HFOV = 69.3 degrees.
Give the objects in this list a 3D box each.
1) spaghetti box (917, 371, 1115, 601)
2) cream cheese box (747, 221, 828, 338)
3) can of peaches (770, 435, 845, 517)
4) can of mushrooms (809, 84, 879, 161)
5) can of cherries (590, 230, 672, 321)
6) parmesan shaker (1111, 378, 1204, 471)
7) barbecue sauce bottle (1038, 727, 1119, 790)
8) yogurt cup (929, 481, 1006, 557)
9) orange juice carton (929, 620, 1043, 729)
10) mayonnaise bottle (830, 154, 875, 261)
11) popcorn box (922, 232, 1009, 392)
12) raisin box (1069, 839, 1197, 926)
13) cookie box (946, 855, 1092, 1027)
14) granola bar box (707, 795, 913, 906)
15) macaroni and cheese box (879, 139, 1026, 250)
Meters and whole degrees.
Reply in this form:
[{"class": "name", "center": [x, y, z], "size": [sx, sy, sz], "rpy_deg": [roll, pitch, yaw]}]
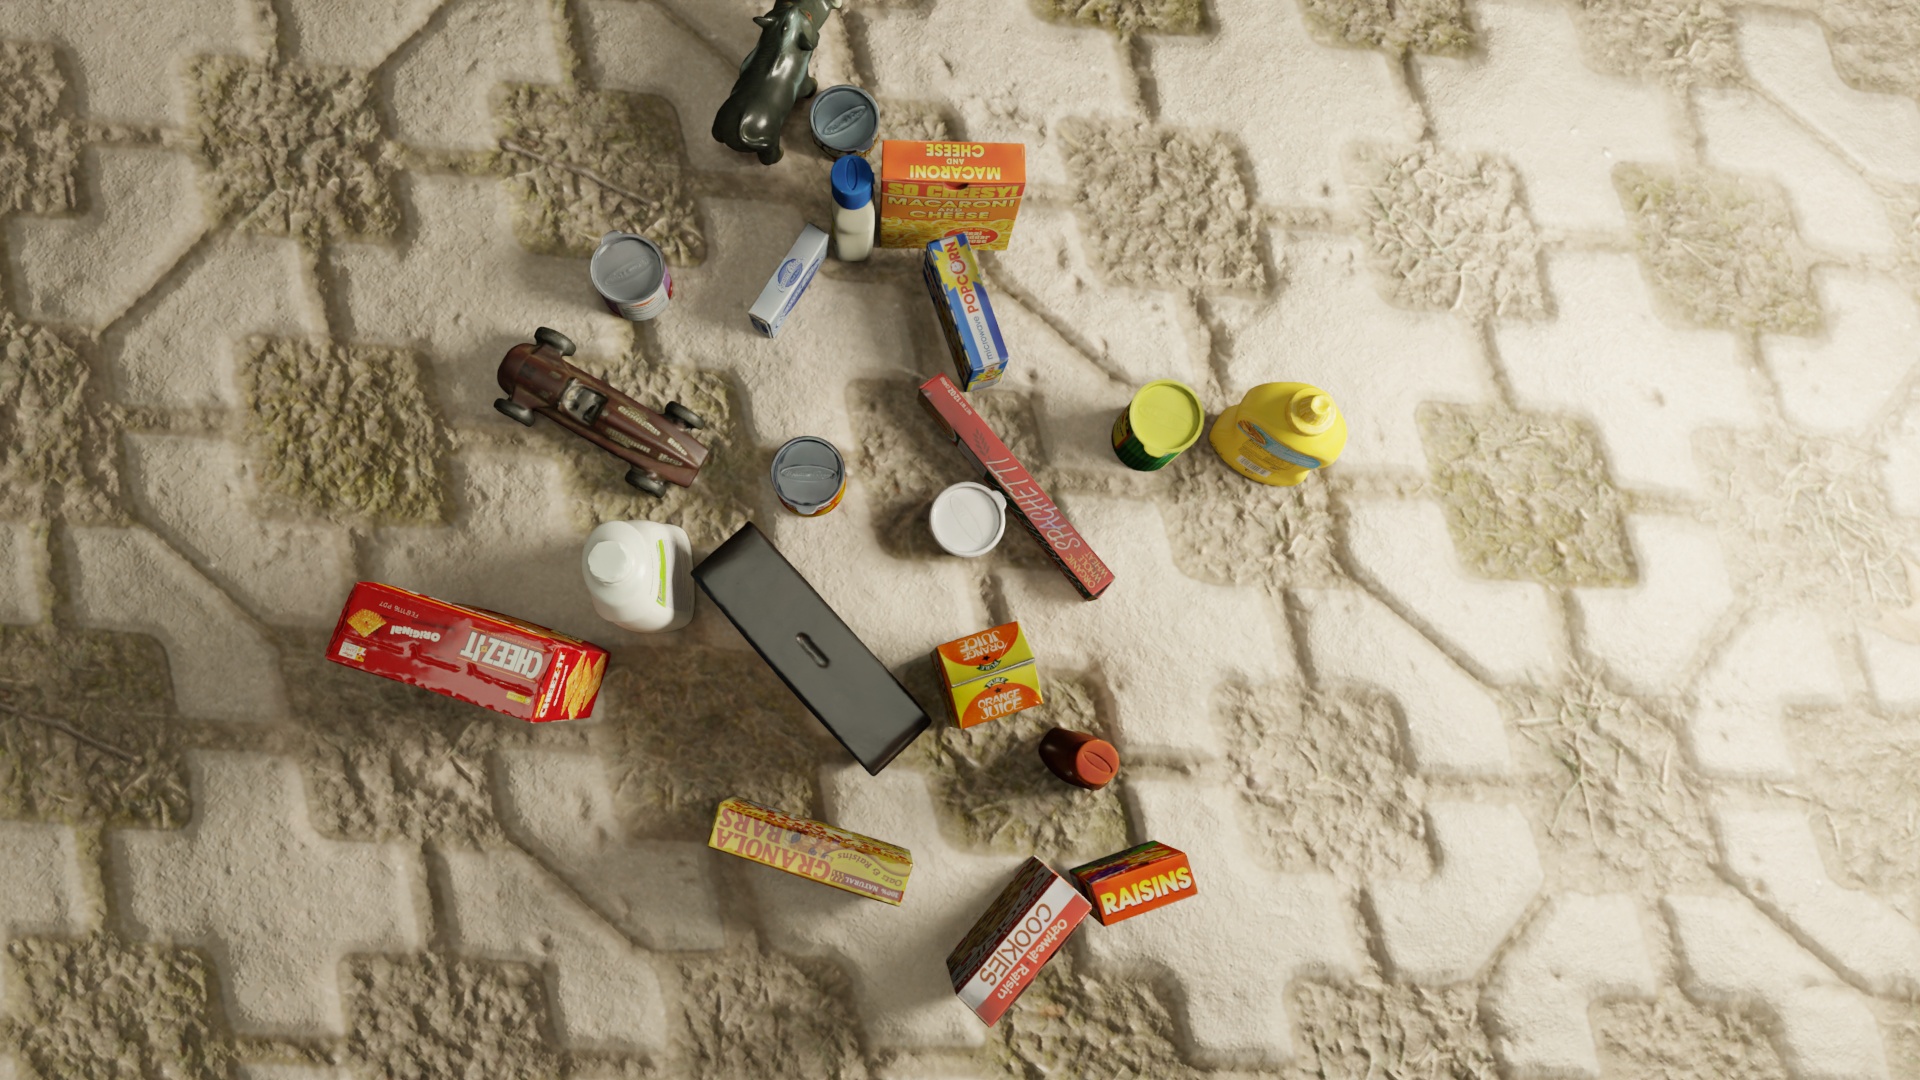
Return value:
[{"class": "spaghetti box", "center": [0.050, -0.047, 1.271], "size": [0.029, 0.050, 0.250], "rpy_deg": [-40, 86, -8]}, {"class": "cream cheese box", "center": [-0.157, -0.239, 1.282], "size": [0.024, 0.053, 0.104], "rpy_deg": [32, 81, 1]}, {"class": "can of peaches", "center": [-0.137, -0.054, 1.255], "size": [0.071, 0.058, 0.071], "rpy_deg": [1, 82, -4]}, {"class": "can of mushrooms", "center": [-0.108, -0.392, 1.317], "size": [0.071, 0.033, 0.071], "rpy_deg": [1, 82, -4]}, {"class": "can of cherries", "center": [-0.300, -0.242, 1.270], "size": [0.071, 0.058, 0.071], "rpy_deg": [1, 82, -4]}, {"class": "parmesan shaker", "center": [0.175, -0.100, 1.260], "size": [0.071, 0.103, 0.071], "rpy_deg": [1, 83, -4]}, {"class": "barbecue sauce bottle", "center": [0.105, 0.188, 1.192], "size": [0.065, 0.148, 0.044], "rpy_deg": [36, 82, 1]}, {"class": "yogurt cup", "center": [0.005, -0.016, 1.262], "size": [0.072, 0.054, 0.072], "rpy_deg": [1, 82, -4]}, {"class": "orange juice carton", "center": [0.020, 0.115, 1.174], "size": [0.072, 0.192, 0.073], "rpy_deg": [-16, 84, -6]}, {"class": "mayonnaise bottle", "center": [-0.097, -0.301, 1.247], "size": [0.041, 0.148, 0.065], "rpy_deg": [-2, 83, -4]}, {"class": "popcorn box", "center": [0.004, -0.207, 1.272], "size": [0.038, 0.085, 0.127], "rpy_deg": [-18, 84, -6]}, {"class": "raisin box", "center": [0.147, 0.292, 1.193], "size": [0.086, 0.123, 0.040], "rpy_deg": [-17, 84, -6]}, {"class": "cookie box", "center": [0.046, 0.330, 1.159], "size": [0.040, 0.167, 0.123], "rpy_deg": [41, 82, 2]}, {"class": "granola bar box", "center": [-0.125, 0.262, 1.179], "size": [0.166, 0.124, 0.039], "rpy_deg": [18, 82, -1]}, {"class": "macaroni and cheese box", "center": [-0.010, -0.305, 1.244], "size": [0.124, 0.166, 0.040], "rpy_deg": [0, 83, -4]}]
